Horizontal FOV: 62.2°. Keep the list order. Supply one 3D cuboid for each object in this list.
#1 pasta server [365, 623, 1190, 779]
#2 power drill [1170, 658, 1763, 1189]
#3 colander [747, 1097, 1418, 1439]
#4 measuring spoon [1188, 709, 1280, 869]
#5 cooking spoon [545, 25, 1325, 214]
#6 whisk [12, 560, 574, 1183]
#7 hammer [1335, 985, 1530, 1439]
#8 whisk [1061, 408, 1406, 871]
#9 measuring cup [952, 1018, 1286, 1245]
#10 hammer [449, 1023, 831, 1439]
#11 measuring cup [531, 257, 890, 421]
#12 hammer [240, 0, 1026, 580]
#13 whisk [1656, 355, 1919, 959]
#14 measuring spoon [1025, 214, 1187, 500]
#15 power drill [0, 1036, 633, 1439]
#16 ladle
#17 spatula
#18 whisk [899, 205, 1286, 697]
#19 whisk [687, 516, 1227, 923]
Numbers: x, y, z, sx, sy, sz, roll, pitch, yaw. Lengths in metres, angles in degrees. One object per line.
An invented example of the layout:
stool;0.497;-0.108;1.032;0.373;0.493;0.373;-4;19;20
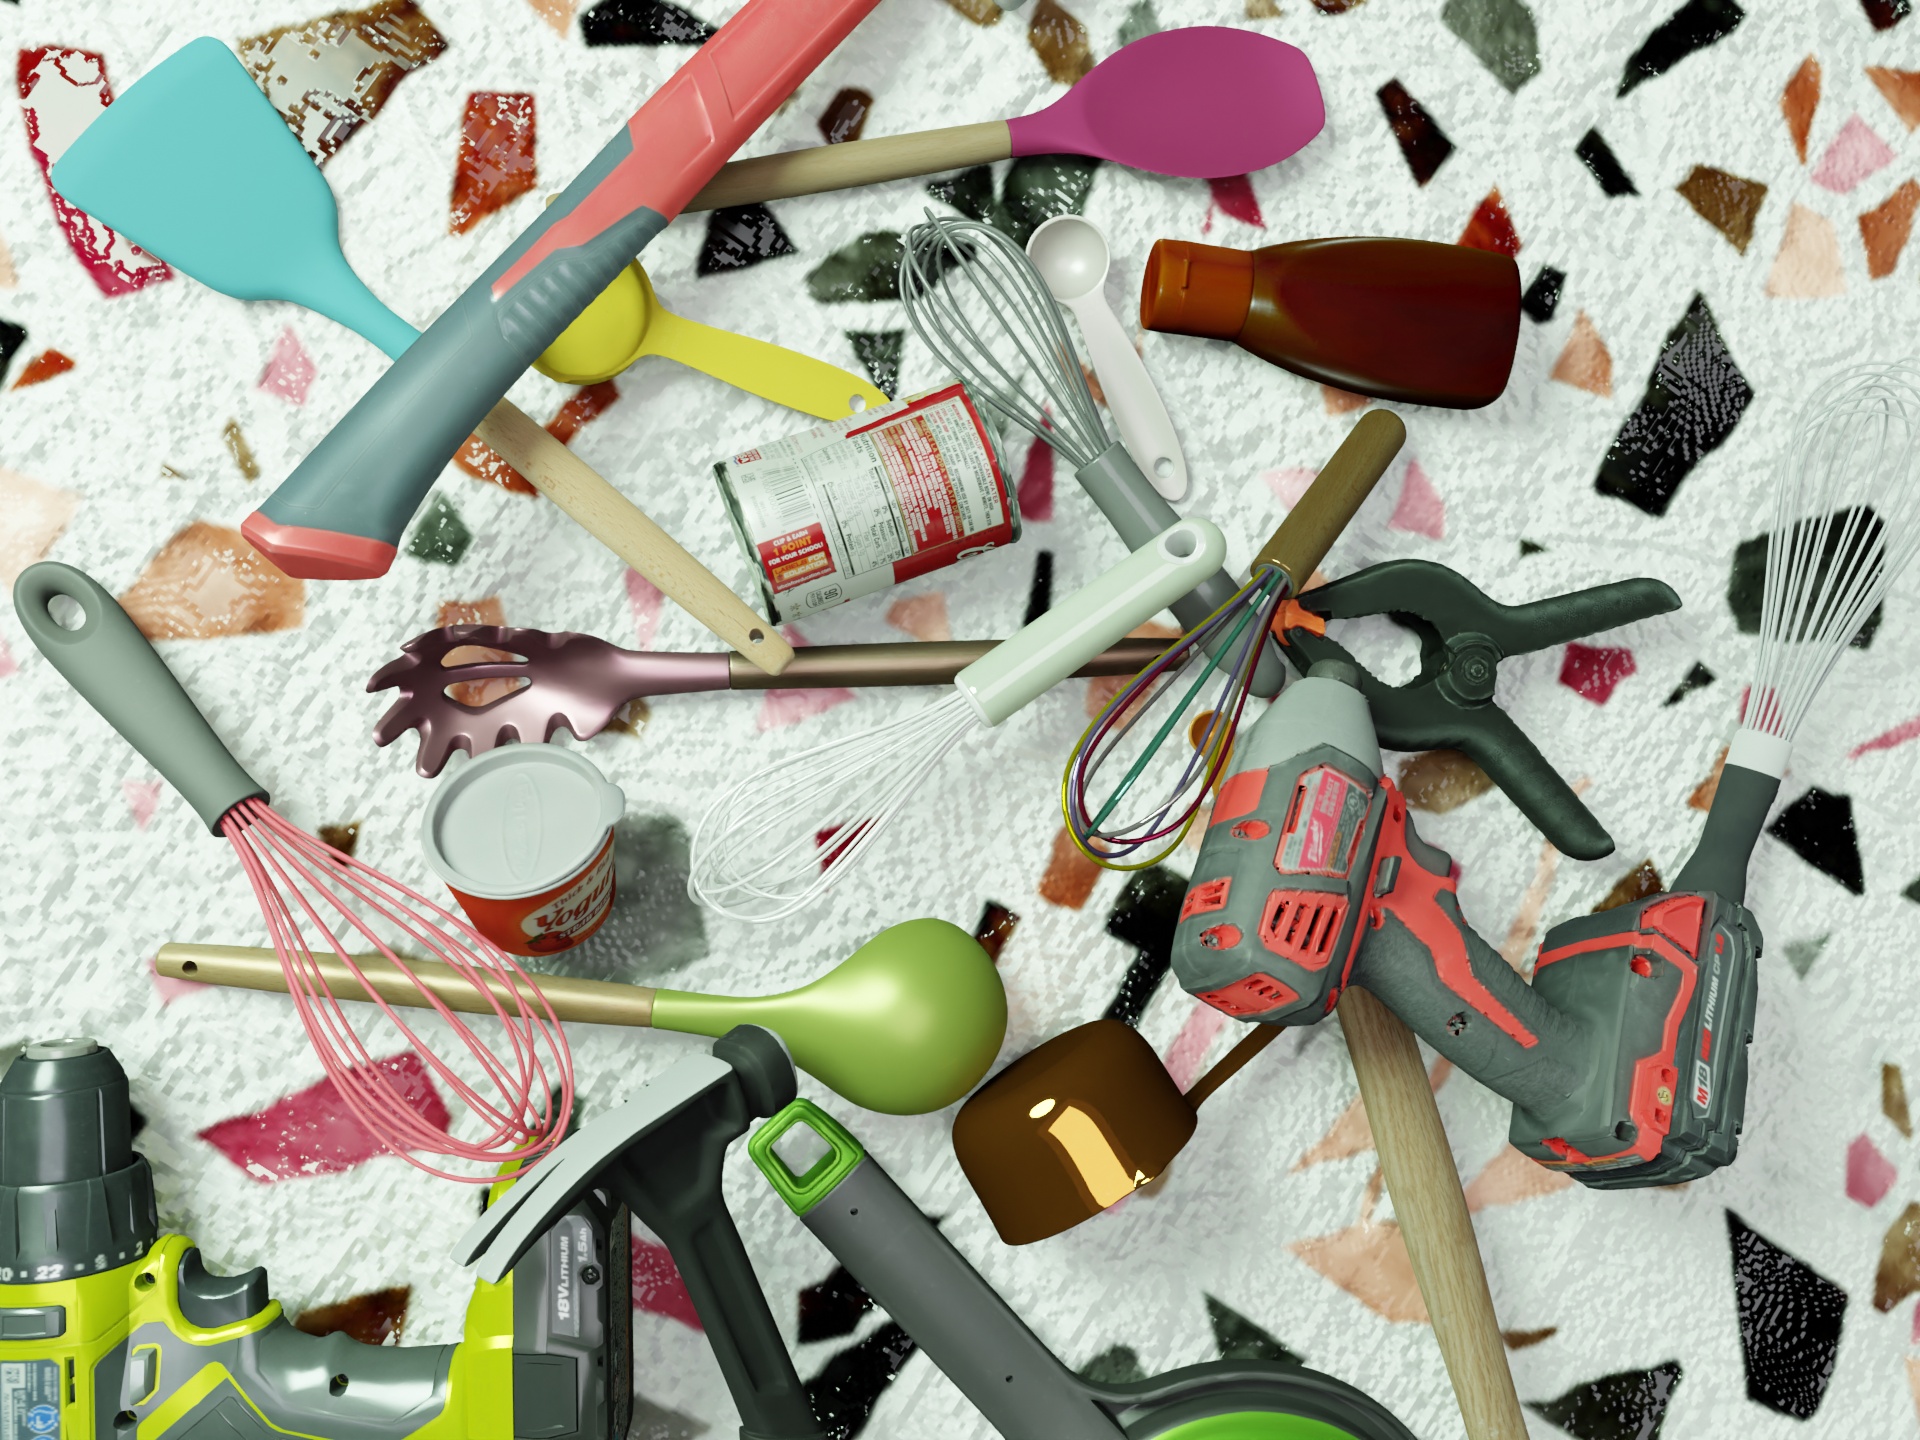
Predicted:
pasta server;-0.062;-0.017;0.619;0.316;0.040;0.060;-2;116;-9
power drill;0.191;0.077;0.604;0.219;0.078;0.143;29;62;-13
colander;0.063;0.302;0.601;0.204;0.094;0.397;-42;95;-6
measuring spoon;0.117;0.051;0.657;0.021;0.011;0.117;-19;95;-7
cooking spoon;-0.006;-0.230;0.639;0.319;0.017;0.069;-12;80;-8
whisk;-0.243;0.047;0.565;0.073;0.073;0.296;-44;79;-6
hammer;0.195;0.219;0.629;0.130;0.031;0.331;-6;78;-49
whisk;0.111;-0.036;0.609;0.047;0.051;0.245;31;62;15
measuring cup;0.072;0.132;0.622;0.173;0.095;0.052;-33;88;-25
hammer;-0.060;0.285;0.573;0.127;0.034;0.336;-32;109;-38
measuring cup;-0.102;-0.144;0.627;0.156;0.029;0.062;16;87;-19
hammer;-0.128;-0.210;0.584;0.143;0.038;0.386;40;75;-4
whisk;0.345;-0.016;0.664;0.070;0.070;0.284;19;92;-7
measuring spoon;0.063;-0.147;0.652;0.034;0.018;0.124;-25;99;5
power drill;-0.239;0.209;0.574;0.228;0.080;0.190;-1;90;-5
ladle;-0.141;0.103;0.611;0.320;0.062;0.078;6;102;0
spatula;-0.186;-0.122;0.589;0.317;0.044;0.082;39;77;4
whisk;0.056;-0.104;0.632;0.055;0.055;0.239;-40;98;-6
whisk;-0.001;-0.002;0.608;0.246;0.059;0.058;-35;62;-1
